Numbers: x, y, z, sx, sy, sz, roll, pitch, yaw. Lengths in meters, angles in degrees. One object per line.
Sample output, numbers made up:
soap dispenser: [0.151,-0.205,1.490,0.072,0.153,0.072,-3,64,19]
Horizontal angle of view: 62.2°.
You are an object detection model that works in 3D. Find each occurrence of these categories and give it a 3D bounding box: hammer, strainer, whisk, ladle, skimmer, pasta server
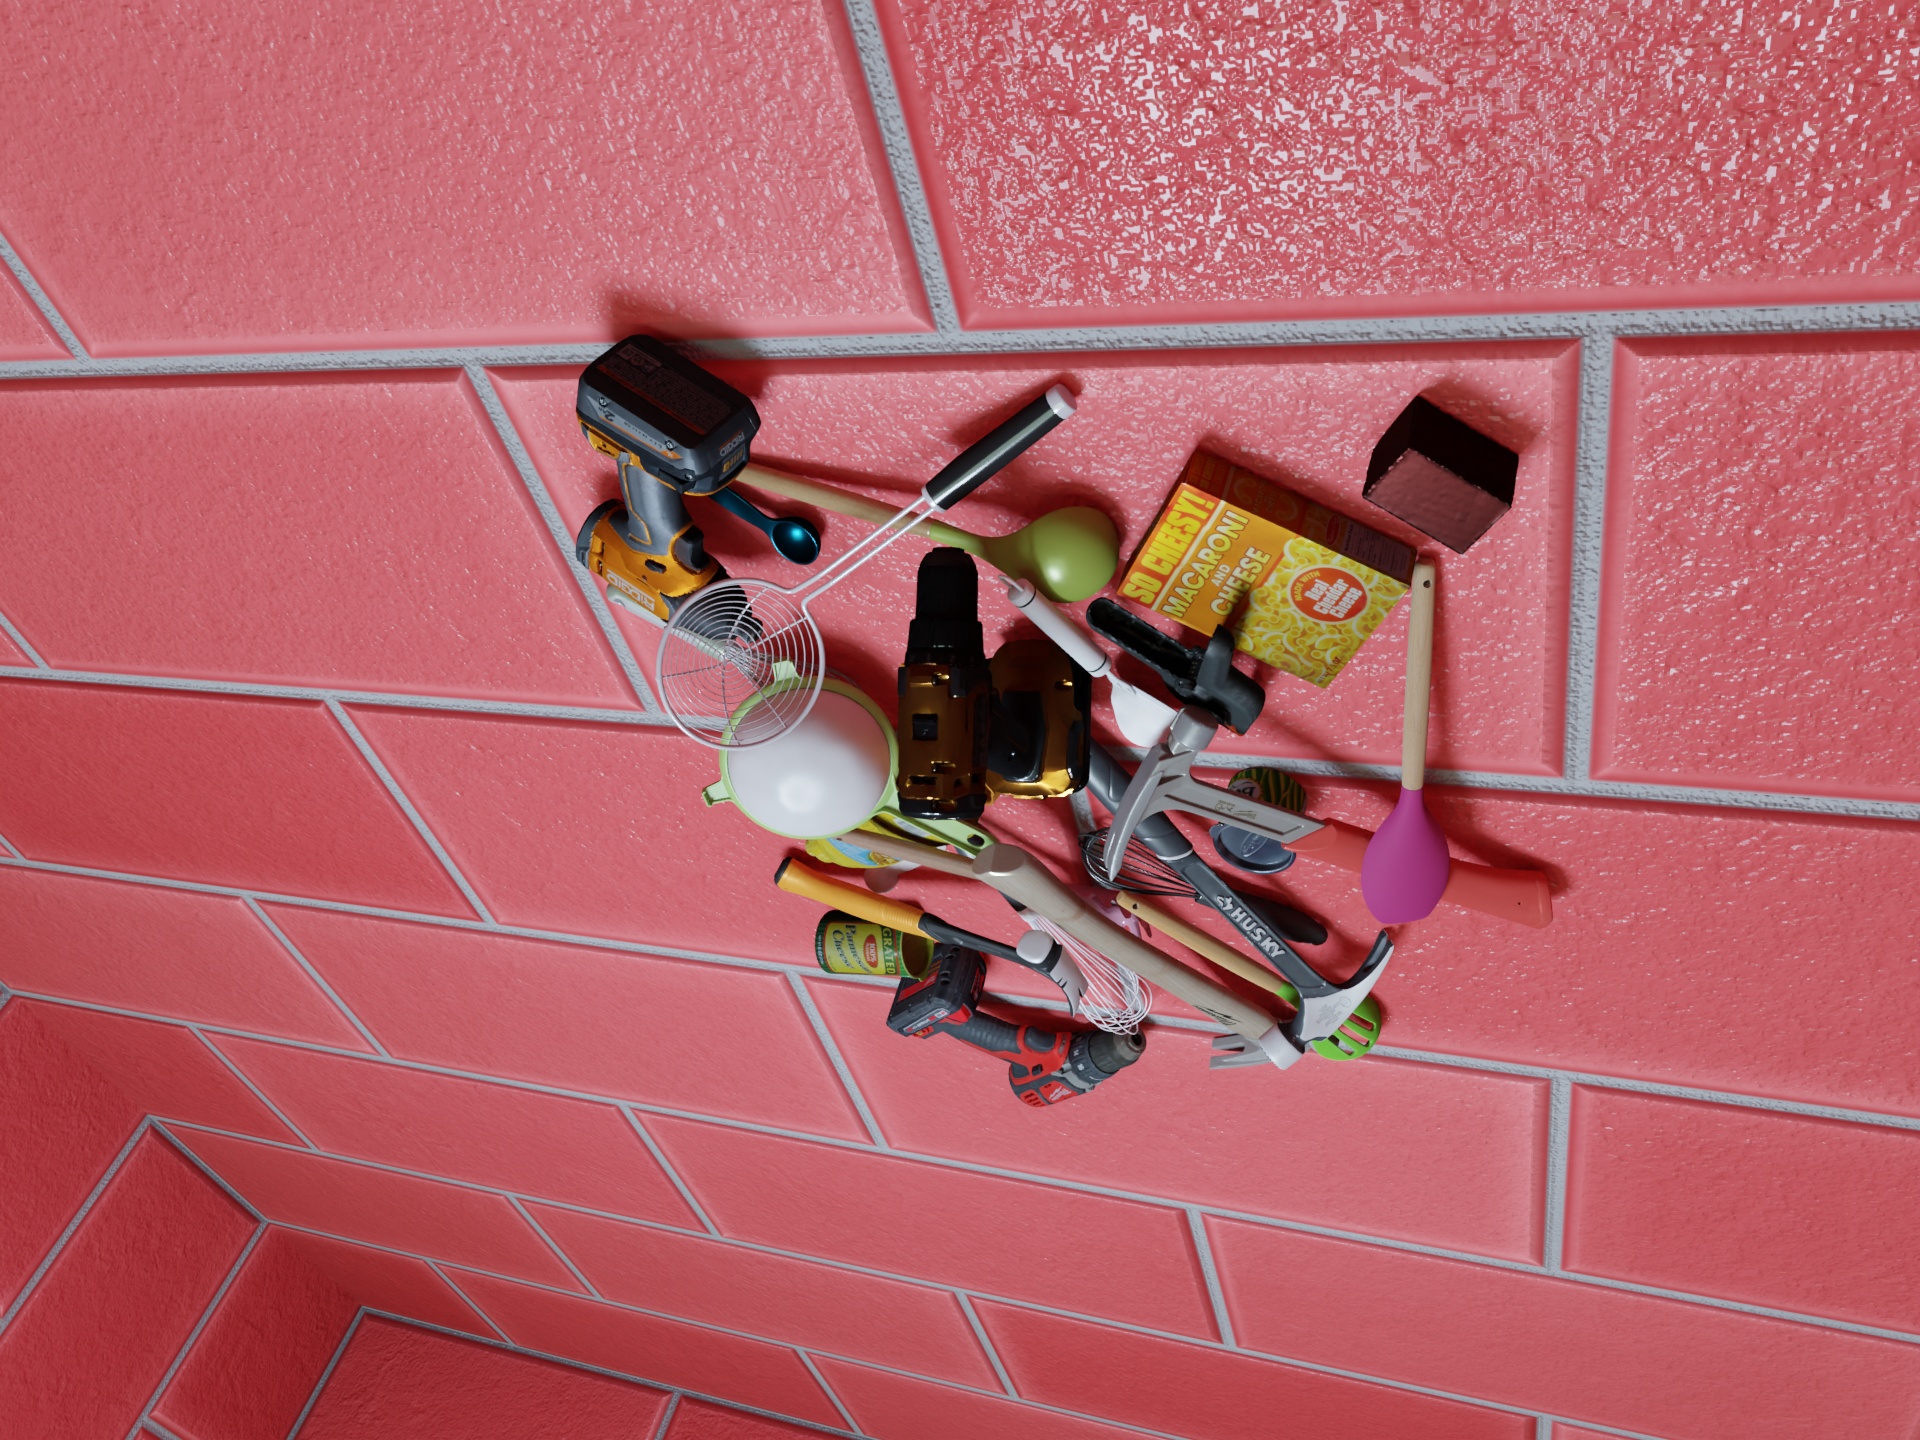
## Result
hammer: [0.197,0.119,1.330,0.149,0.036,0.408,-42,106,11]
hammer: [0.161,0.219,1.439,0.410,0.038,0.146,34,142,-29]
strainer: [-0.079,0.067,1.314,0.256,0.069,0.151,27,110,-13]
whisk: [0.084,0.197,1.496,0.070,0.070,0.284,-22,119,41]
hammer: [0.294,0.105,1.225,0.359,0.037,0.149,18,116,-14]
hammer: [-0.038,0.192,1.502,0.337,0.034,0.127,15,155,32]
strainer: [0.104,-0.037,1.171,0.258,0.050,0.087,39,175,-39]
ladle: [-0.038,-0.155,1.164,0.320,0.062,0.078,19,140,16]
skimmer: [-0.065,-0.106,1.110,0.363,0.090,0.127,-34,118,28]
whisk: [-0.189,-0.056,1.340,0.246,0.059,0.057,28,162,0]
whisk: [0.211,0.146,1.381,0.239,0.055,0.055,21,142,-5]
pasta server: [0.027,0.143,1.414,0.316,0.040,0.060,17,144,-18]

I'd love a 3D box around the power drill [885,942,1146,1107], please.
power drill: [0.060,0.311,1.620,0.226,0.080,0.188,34,140,-18]

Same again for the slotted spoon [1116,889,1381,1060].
slotted spoon: [0.261,0.226,1.411,0.313,0.031,0.070,31,98,-21]

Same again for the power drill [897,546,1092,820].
power drill: [0.023,-0.024,1.153,0.084,0.185,0.226,1,180,26]

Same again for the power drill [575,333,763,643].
power drill: [-0.209,-0.156,1.183,0.164,0.084,0.226,34,145,12]

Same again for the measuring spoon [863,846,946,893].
measuring spoon: [-0.053,0.141,1.521,0.034,0.018,0.124,38,138,-18]

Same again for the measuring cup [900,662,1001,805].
measuring cup: [-0.002,-0.004,1.275,0.095,0.052,0.173,31,158,38]

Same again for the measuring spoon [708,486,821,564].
measuring spoon: [-0.159,-0.166,1.225,0.128,0.021,0.042,34,142,0]

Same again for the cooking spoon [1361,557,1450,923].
cooking spoon: [0.327,0.026,1.148,0.069,0.017,0.318,-8,123,0]
